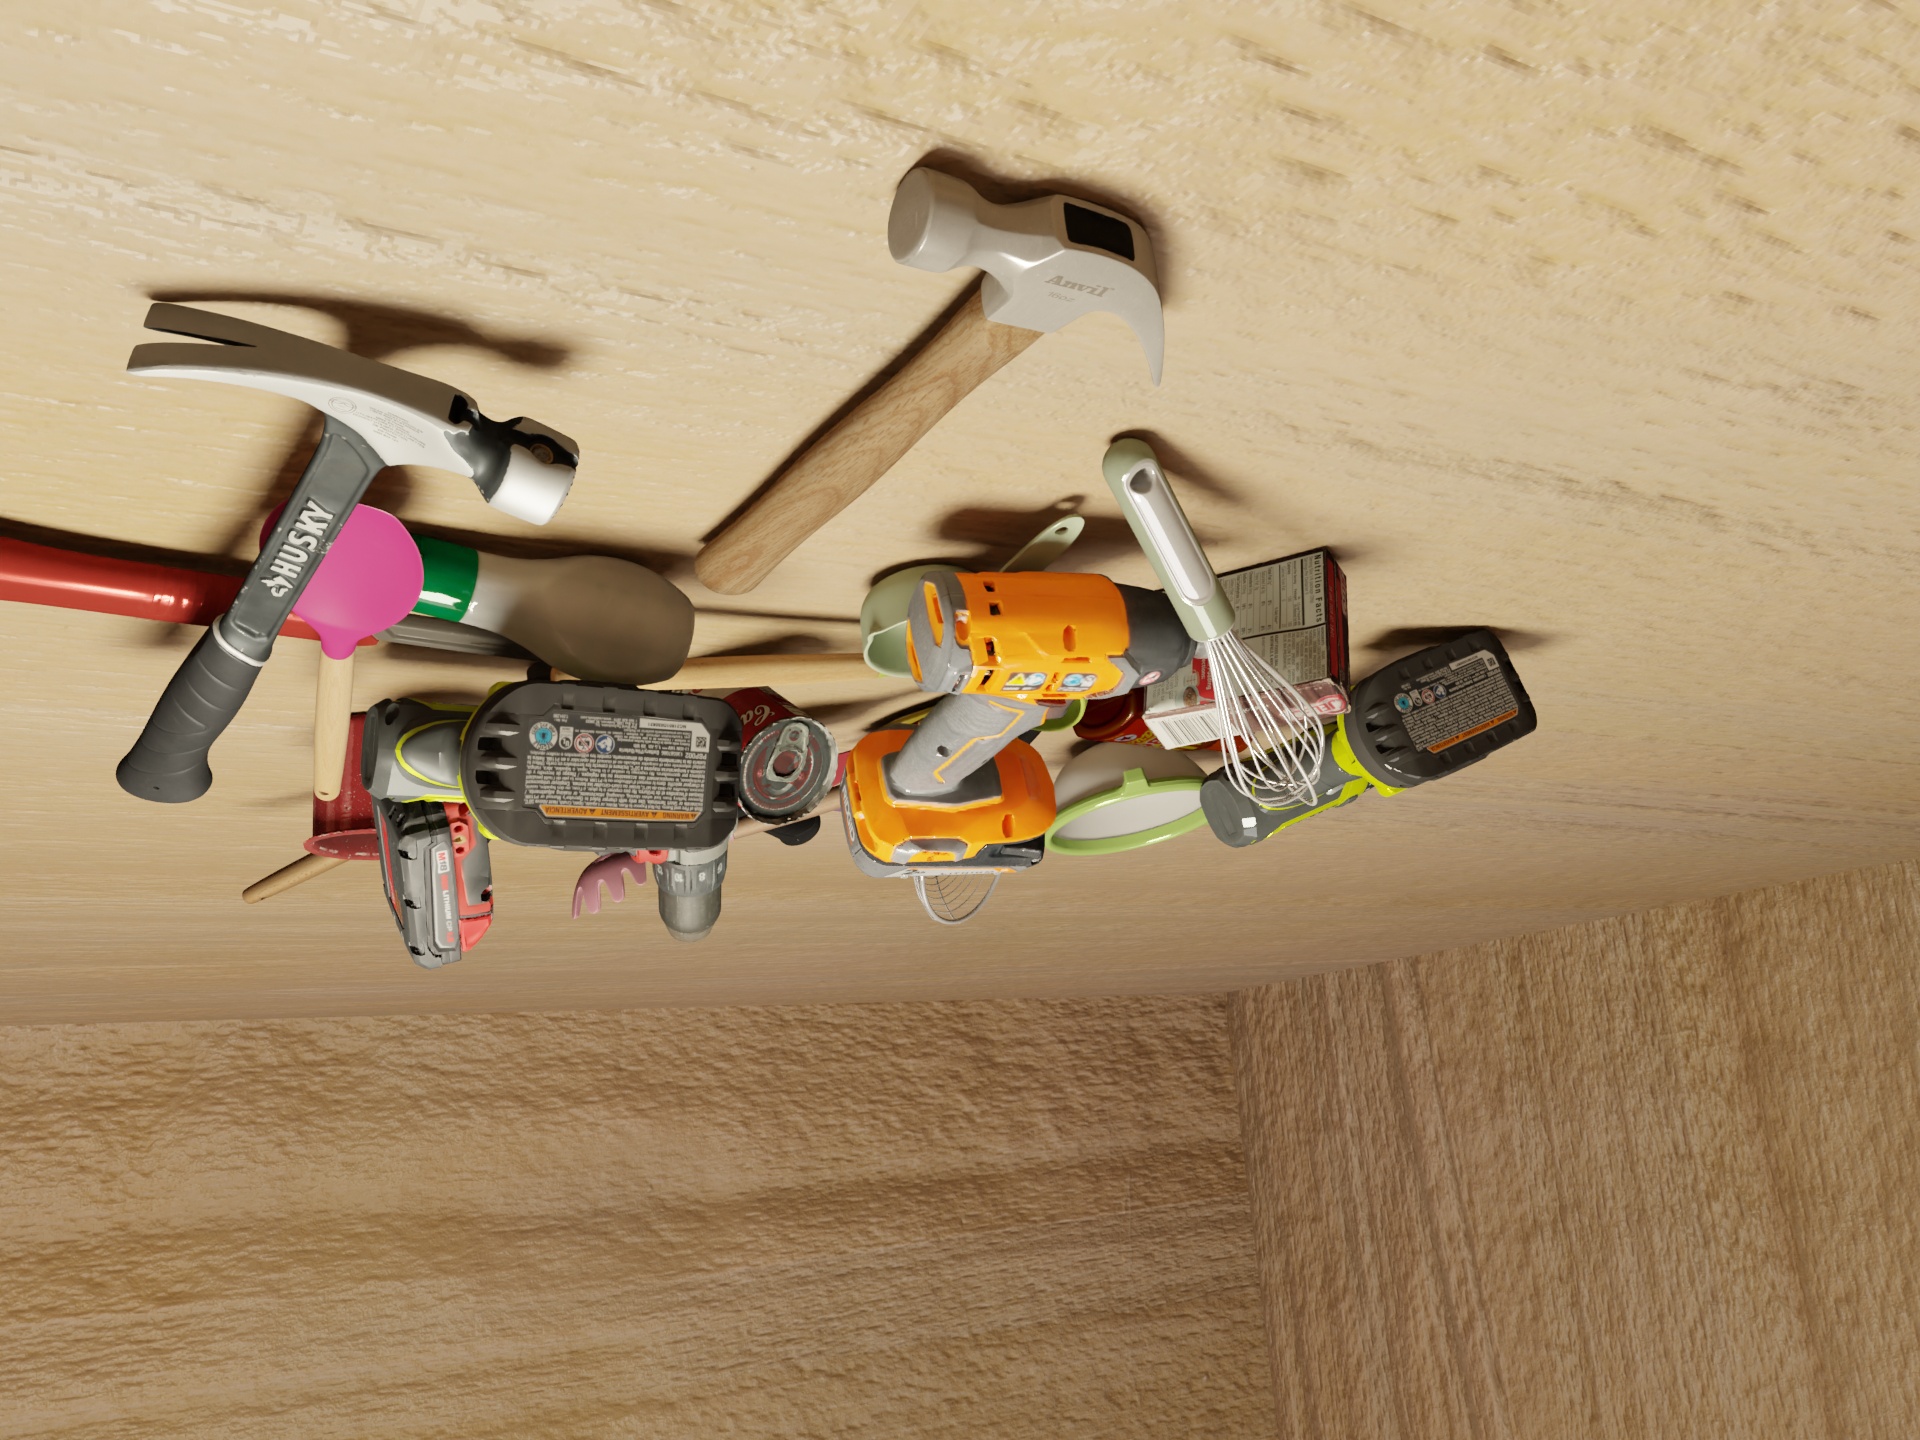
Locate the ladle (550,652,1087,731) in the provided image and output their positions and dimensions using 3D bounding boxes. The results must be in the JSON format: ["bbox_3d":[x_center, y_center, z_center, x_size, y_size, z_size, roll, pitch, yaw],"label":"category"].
[{"bbox_3d":[-0.070,-0.019,0.907,0.320,0.062,0.078,-3,158,-27],"label":"ladle"}]

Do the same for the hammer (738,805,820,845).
[{"bbox_3d":[-0.181,0.064,1.248,0.146,0.035,0.334,-20,165,7],"label":"hammer"}]

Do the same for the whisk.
[{"bbox_3d":[0.127,-0.041,0.782,0.058,0.059,0.246,-36,127,-2],"label":"whisk"}]

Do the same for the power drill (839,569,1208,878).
[{"bbox_3d":[0.032,0.002,0.866,0.164,0.084,0.226,0,147,-21],"label":"power drill"}]

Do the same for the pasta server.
[{"bbox_3d":[-0.147,0.083,1.218,0.316,0.040,0.060,-17,177,-12],"label":"pasta server"}]

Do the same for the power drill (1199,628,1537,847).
[{"bbox_3d":[0.296,0.014,1.126,0.190,0.080,0.228,-21,171,-22],"label":"power drill"}]

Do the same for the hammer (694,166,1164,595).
[{"bbox_3d":[-0.034,-0.118,0.662,0.130,0.031,0.331,5,163,-29],"label":"hammer"}]

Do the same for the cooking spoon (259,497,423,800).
[{"bbox_3d":[-0.310,-0.025,0.788,0.068,0.017,0.318,13,151,-17],"label":"cooking spoon"}]

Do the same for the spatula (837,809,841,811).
[{"bbox_3d":[-0.043,0.065,1.249,0.059,0.018,0.316,-7,180,-21],"label":"spatula"}]

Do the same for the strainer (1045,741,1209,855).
[{"bbox_3d":[0.172,0.053,1.285,0.256,0.069,0.151,2,155,-37],"label":"strainer"}]

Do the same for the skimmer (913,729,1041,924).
[{"bbox_3d":[0.039,0.062,1.230,0.090,0.127,0.363,36,153,-1],"label":"skimmer"}]

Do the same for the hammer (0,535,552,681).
[{"bbox_3d":[-0.341,-0.052,0.801,0.358,0.037,0.149,7,161,-40],"label":"hammer"}]

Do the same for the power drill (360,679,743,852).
[{"bbox_3d":[-0.209,0.021,0.845,0.171,0.080,0.223,5,178,-31],"label":"power drill"}]

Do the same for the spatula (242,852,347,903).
[{"bbox_3d":[-0.386,0.074,1.151,0.317,0.044,0.082,-25,165,10],"label":"spatula"}]

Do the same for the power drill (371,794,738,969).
[{"bbox_3d":[-0.250,0.086,1.029,0.226,0.080,0.187,-14,128,-28],"label":"power drill"}]

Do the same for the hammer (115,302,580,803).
[{"bbox_3d":[-0.317,-0.044,0.700,0.149,0.036,0.409,22,146,-29],"label":"hammer"}]

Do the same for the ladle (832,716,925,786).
[{"bbox_3d":[-0.002,-0.003,1.045,0.315,0.031,0.069,-20,168,22],"label":"ladle"}]

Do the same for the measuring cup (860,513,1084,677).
[{"bbox_3d":[0.008,-0.075,0.836,0.083,0.038,0.167,8,149,-36],"label":"measuring cup"}]
